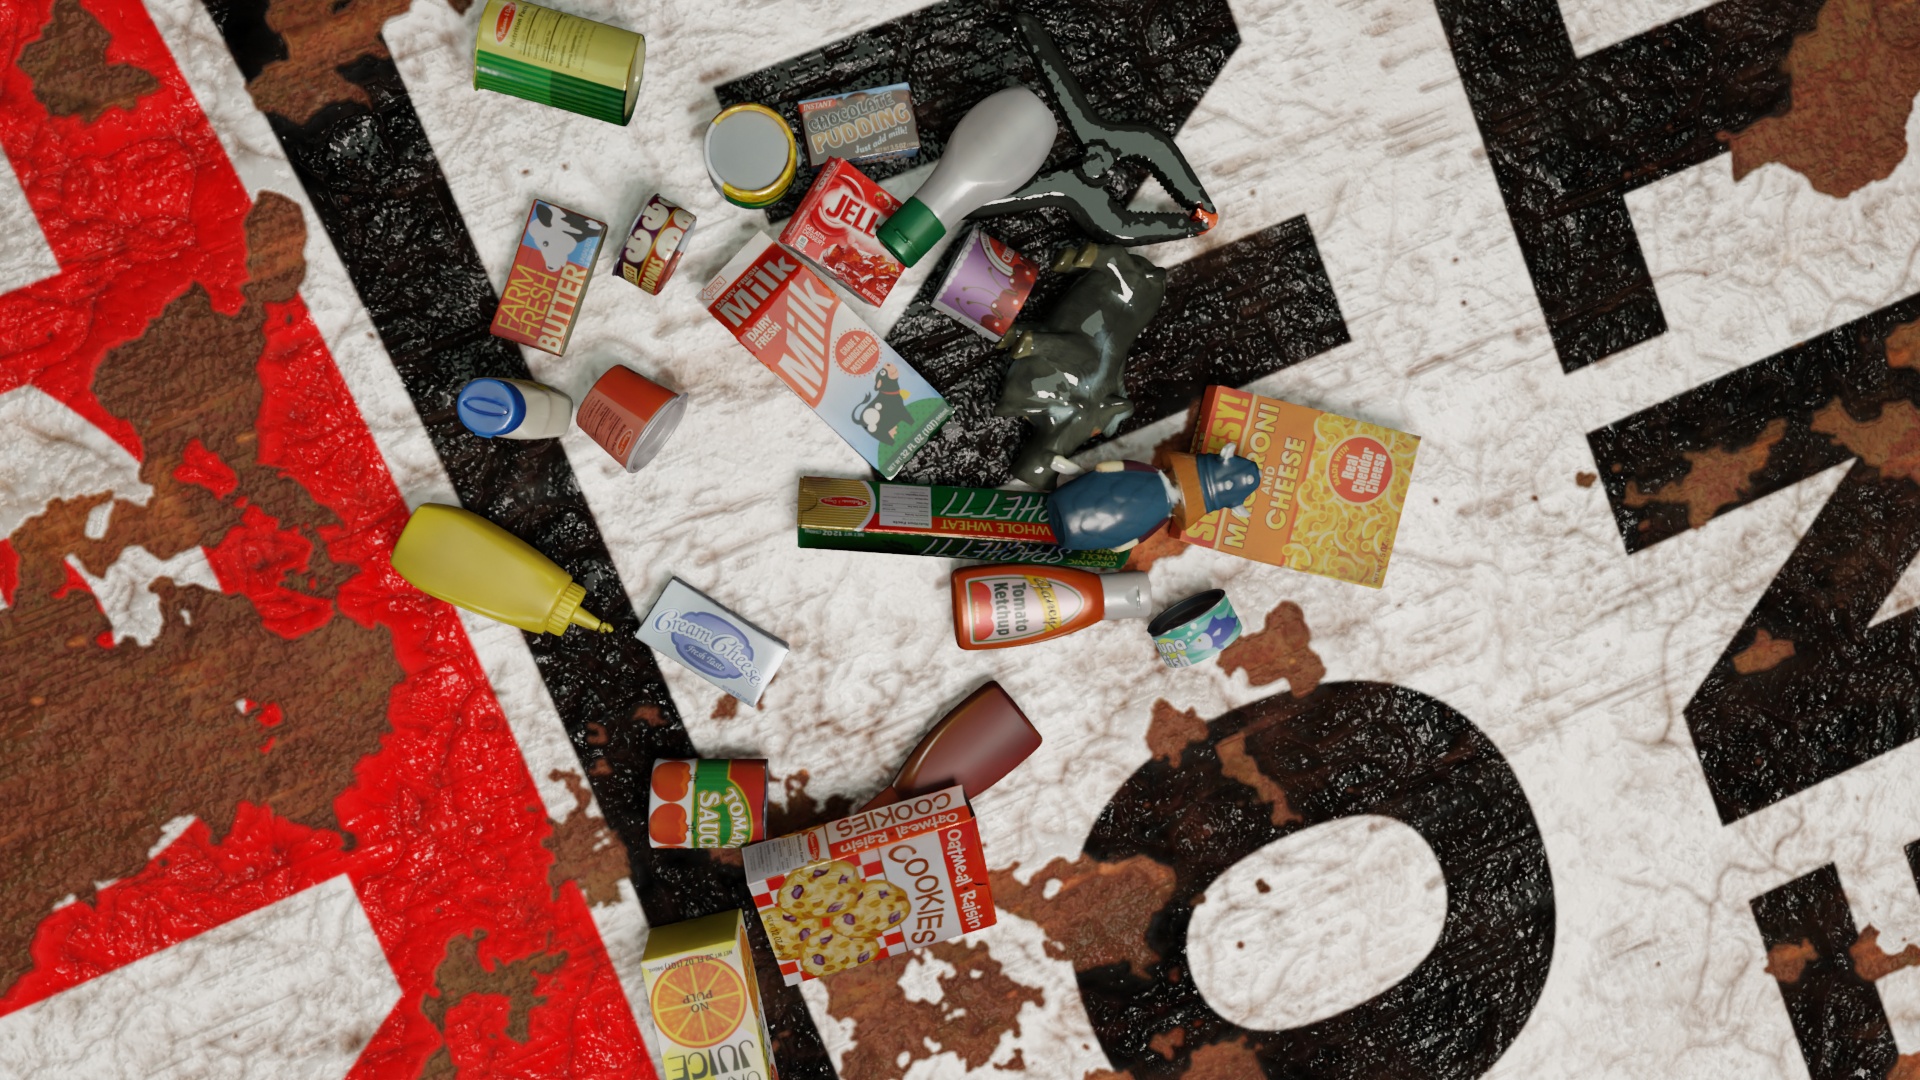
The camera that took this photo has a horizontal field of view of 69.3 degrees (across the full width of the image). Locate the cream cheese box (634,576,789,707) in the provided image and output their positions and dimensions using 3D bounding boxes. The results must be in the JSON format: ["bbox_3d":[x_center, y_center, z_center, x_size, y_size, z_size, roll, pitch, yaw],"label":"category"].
[{"bbox_3d":[-0.184,0.075,1.035,0.104,0.024,0.053,32,89,-8],"label":"cream cheese box"}]

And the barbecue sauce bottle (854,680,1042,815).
[{"bbox_3d":[-0.012,0.175,1.053,0.148,0.044,0.065,-39,97,-2],"label":"barbecue sauce bottle"}]

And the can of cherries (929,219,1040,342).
[{"bbox_3d":[0.019,-0.190,1.017,0.058,0.071,0.071,29,91,-8],"label":"can of cherries"}]

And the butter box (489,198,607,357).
[{"bbox_3d":[-0.297,-0.189,1.003,0.053,0.024,0.103,20,92,-8],"label":"butter box"}]

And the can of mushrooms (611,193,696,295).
[{"bbox_3d":[-0.218,-0.208,0.989,0.033,0.071,0.071,29,91,-10],"label":"can of mushrooms"}]

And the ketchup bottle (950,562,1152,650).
[{"bbox_3d":[0.069,0.046,1.053,0.149,0.043,0.064,-5,95,-7],"label":"ketchup bottle"}]

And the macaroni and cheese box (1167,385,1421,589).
[{"bbox_3d":[0.256,-0.041,1.070,0.166,0.040,0.123,13,93,-8],"label":"macaroni and cheese box"}]

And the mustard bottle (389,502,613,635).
[{"bbox_3d":[-0.325,0.031,1.003,0.160,0.049,0.065,29,91,-9],"label":"mustard bottle"}]

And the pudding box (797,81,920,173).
[{"bbox_3d":[-0.074,-0.302,1.018,0.084,0.030,0.049,-11,95,-6],"label":"pudding box"}]

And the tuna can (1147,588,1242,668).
[{"bbox_3d":[0.177,0.068,1.054,0.071,0.071,0.033,-30,98,-4],"label":"tuna can"}]

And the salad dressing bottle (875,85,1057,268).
[{"bbox_3d":[0.003,-0.258,0.991,0.148,0.044,0.064,-45,91,-2],"label":"salad dressing bottle"}]

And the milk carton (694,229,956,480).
[{"bbox_3d":[-0.098,-0.134,1.005,0.190,0.073,0.072,44,89,-7],"label":"milk carton"}]

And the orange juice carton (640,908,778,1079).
[{"bbox_3d":[-0.180,0.382,1.033,0.072,0.073,0.192,-12,96,-6],"label":"orange juice carton"}]

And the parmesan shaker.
[{"bbox_3d":[-0.280,-0.333,0.973,0.103,0.071,0.071,14,93,-8],"label":"parmesan shaker"}]

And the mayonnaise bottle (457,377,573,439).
[{"bbox_3d":[-0.306,-0.090,0.946,0.065,0.148,0.041,12,93,-8],"label":"mayonnaise bottle"}]

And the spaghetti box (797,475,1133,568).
[{"bbox_3d":[0.004,-0.013,1.036,0.250,0.028,0.050,4,51,-7],"label":"spaghetti box"}]

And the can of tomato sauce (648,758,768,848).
[{"bbox_3d":[-0.184,0.194,1.021,0.083,0.071,0.071,2,94,-6],"label":"can of tomato sauce"}]

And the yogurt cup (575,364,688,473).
[{"bbox_3d":[-0.238,-0.090,0.998,0.054,0.072,0.072,35,90,0],"label":"yogurt cup"}]

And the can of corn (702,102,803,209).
[{"bbox_3d":[-0.148,-0.276,0.997,0.071,0.058,0.071,-1,95,-6],"label":"can of corn"}]

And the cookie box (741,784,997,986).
[{"bbox_3d":[-0.064,0.257,1.027,0.168,0.040,0.122,-15,127,-6],"label":"cookie box"}]
